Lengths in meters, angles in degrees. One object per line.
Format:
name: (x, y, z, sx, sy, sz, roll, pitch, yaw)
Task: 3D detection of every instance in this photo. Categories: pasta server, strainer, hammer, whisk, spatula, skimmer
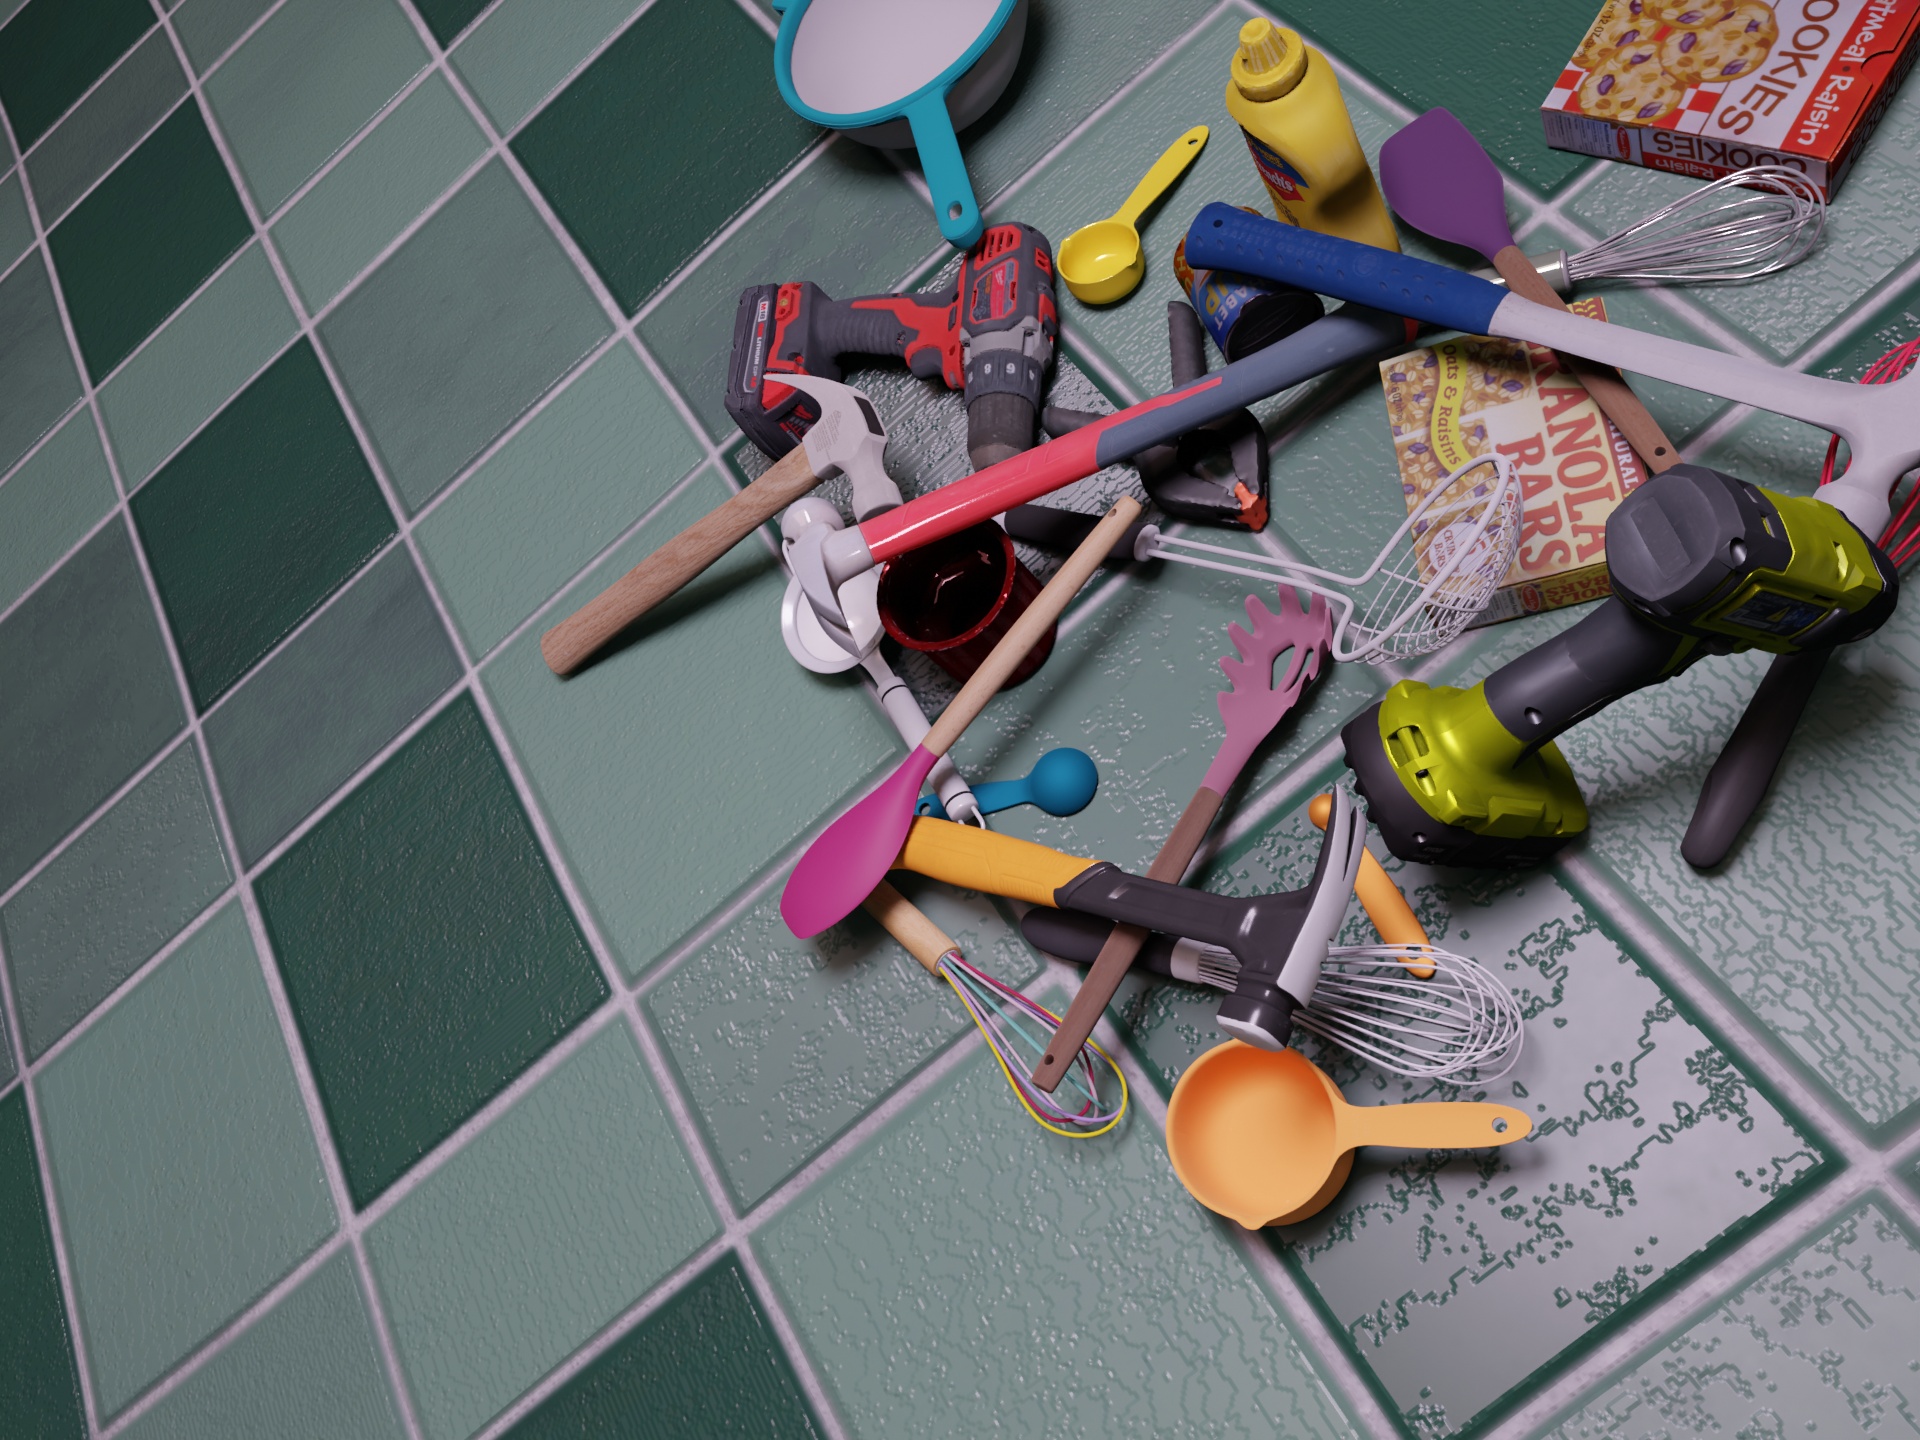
pasta server: (0.119, 0.058, 0.855, 0.060, 0.040, 0.316, 15, 64, 42)
strainer: (-0.014, -0.449, 1.153, 0.211, 0.095, 0.341, -24, 60, 19)
hammer: (-0.177, -0.121, 1.079, 0.331, 0.031, 0.130, -30, 68, 32)
whisk: (0.352, -0.257, 0.903, 0.246, 0.059, 0.058, -9, 28, 29)
hammer: (0.087, -0.152, 0.907, 0.386, 0.038, 0.143, -23, 35, -1)
spatula: (0.312, -0.241, 0.883, 0.060, 0.018, 0.316, -33, 52, 17)
strainer: (-0.046, -0.022, 1.005, 0.087, 0.050, 0.259, -42, 56, 15)
whisk: (0.150, 0.131, 0.829, 0.285, 0.070, 0.070, 8, 73, 36)
skimmer: (0.140, -0.109, 0.886, 0.363, 0.090, 0.127, 18, 67, 43)
hammer: (0.053, 0.077, 0.851, 0.337, 0.034, 0.127, 8, 64, 46)
whisk: (0.003, 0.152, 0.906, 0.245, 0.051, 0.047, 38, 95, 38)
whisk: (0.422, -0.060, 0.768, 0.073, 0.073, 0.296, 27, 87, 34)
hammer: (0.295, -0.214, 0.830, 0.406, 0.035, 0.144, 29, 86, 34)

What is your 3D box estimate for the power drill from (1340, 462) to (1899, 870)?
power drill: (0.300, -0.018, 0.725, 0.223, 0.171, 0.080, -45, 49, 42)

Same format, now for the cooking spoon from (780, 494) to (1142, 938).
cooking spoon: (-0.001, -0.003, 0.920, 0.319, 0.017, 0.069, -50, 39, 4)

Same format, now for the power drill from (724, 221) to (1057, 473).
power drill: (-0.043, -0.234, 1.086, 0.227, 0.080, 0.188, -6, 66, 23)

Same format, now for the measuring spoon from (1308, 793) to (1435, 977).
measuring spoon: (0.216, 0.085, 0.838, 0.021, 0.011, 0.117, -33, 57, 12)

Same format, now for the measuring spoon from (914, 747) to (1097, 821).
measuring spoon: (0.019, 0.043, 0.957, 0.128, 0.021, 0.042, -13, 63, 23)

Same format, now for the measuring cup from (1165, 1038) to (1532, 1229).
measuring cup: (0.190, 0.202, 0.777, 0.173, 0.052, 0.095, -7, 65, 23)

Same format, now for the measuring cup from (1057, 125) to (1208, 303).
measuring cup: (0.125, -0.342, 1.078, 0.062, 0.029, 0.156, 27, 71, 34)
